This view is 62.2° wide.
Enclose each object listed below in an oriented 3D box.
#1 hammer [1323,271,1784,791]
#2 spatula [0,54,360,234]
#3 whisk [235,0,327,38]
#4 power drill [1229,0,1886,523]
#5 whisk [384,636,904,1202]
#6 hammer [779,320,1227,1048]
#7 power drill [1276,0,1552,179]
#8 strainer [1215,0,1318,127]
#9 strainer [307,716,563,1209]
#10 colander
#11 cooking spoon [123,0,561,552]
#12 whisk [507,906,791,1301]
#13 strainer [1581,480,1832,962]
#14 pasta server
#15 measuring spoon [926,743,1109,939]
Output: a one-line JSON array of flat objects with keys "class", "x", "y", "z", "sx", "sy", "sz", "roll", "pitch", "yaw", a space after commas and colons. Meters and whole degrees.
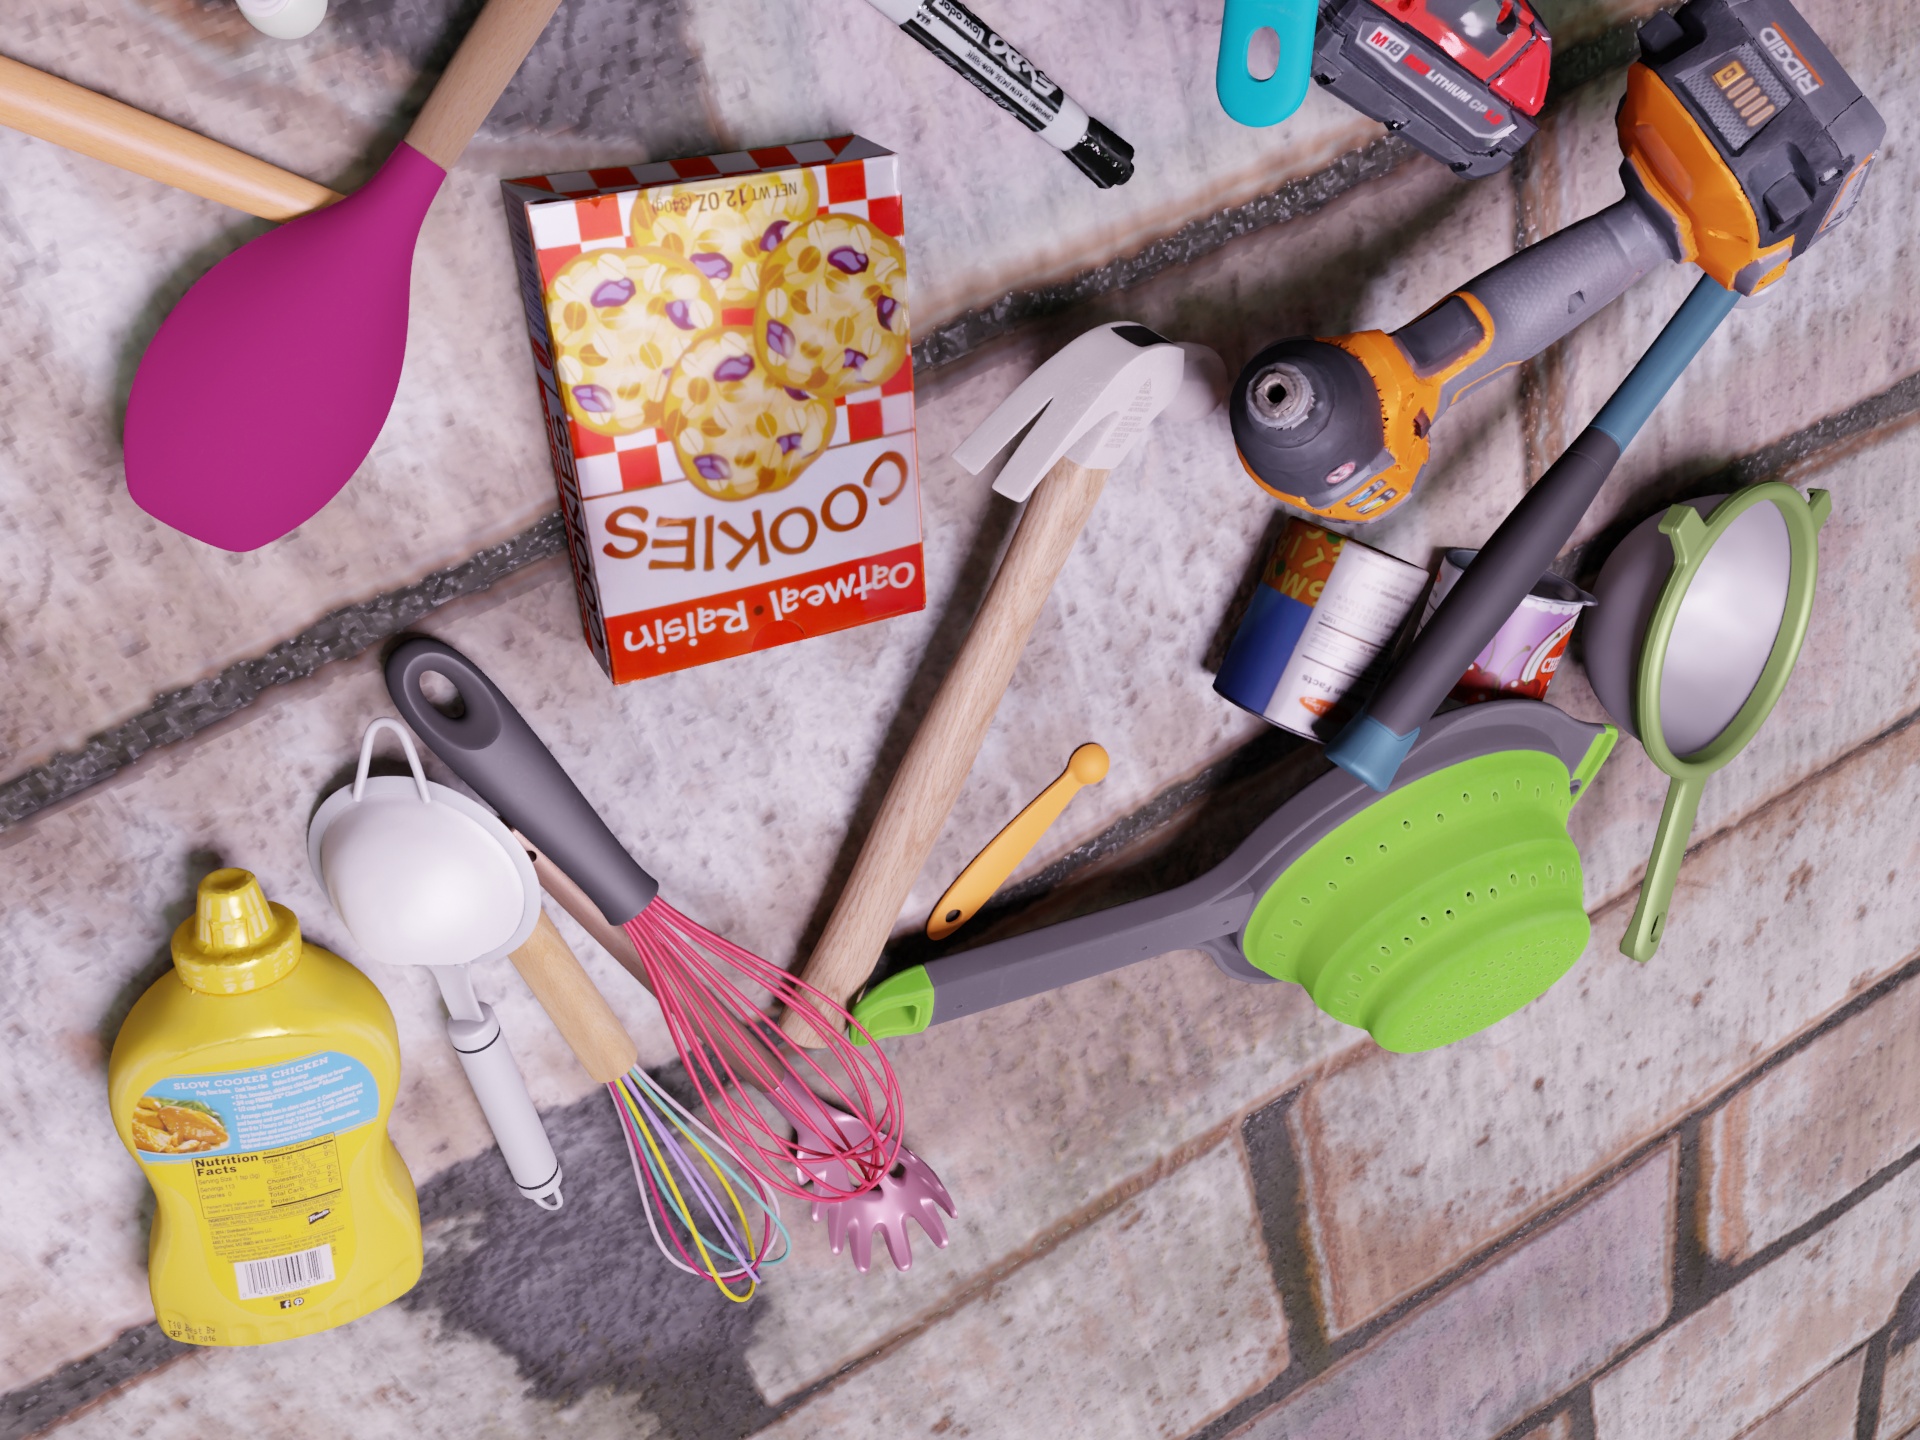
[{"class": "hammer", "x": 0.262, "y": -0.104, "z": 0.672, "sx": 0.331, "sy": 0.033, "sz": 0.128, "roll": -52, "pitch": 161, "yaw": -6}, {"class": "spatula", "x": -0.299, "y": -0.177, "z": 0.388, "sx": 0.322, "sy": 0.041, "sz": 0.081, "roll": 14, "pitch": 108, "yaw": -35}, {"class": "whisk", "x": -0.179, "y": -0.296, "z": 0.384, "sx": 0.058, "sy": 0.059, "sz": 0.246, "roll": 12, "pitch": 122, "yaw": 8}, {"class": "power drill", "x": 0.199, "y": -0.154, "z": 0.571, "sx": 0.226, "sy": 0.084, "sz": 0.164, "roll": -35, "pitch": 168, "yaw": 22}, {"class": "whisk", "x": -0.112, "y": 0.083, "z": 0.604, "sx": 0.073, "sy": 0.073, "sz": 0.295, "roll": -38, "pitch": 114, "yaw": -4}, {"class": "hammer", "x": -0.001, "y": -0.002, "z": 0.634, "sx": 0.130, "sy": 0.031, "sz": 0.331, "roll": -13, "pitch": 133, "yaw": -58}, {"class": "power drill", "x": 0.222, "y": -0.296, "z": 0.522, "sx": 0.187, "sy": 0.080, "sz": 0.226, "roll": 14, "pitch": 135, "yaw": -35}, {"class": "strainer", "x": 0.115, "y": -0.352, "z": 0.451, "sx": 0.095, "sy": 0.211, "sz": 0.340, "roll": -48, "pitch": 146, "yaw": -56}, {"class": "strainer", "x": -0.188, "y": 0.113, "z": 0.606, "sx": 0.087, "sy": 0.050, "sz": 0.258, "roll": 1, "pitch": 130, "yaw": 10}, {"class": "colander", "x": 0.148, "y": 0.109, "z": 0.722, "sx": 0.397, "sy": 0.095, "sz": 0.204, "roll": -14, "pitch": 145, "yaw": -18}, {"class": "cooking spoon", "x": -0.143, "y": -0.187, "z": 0.466, "sx": 0.068, "sy": 0.017, "sz": 0.319, "roll": 31, "pitch": 94, "yaw": -41}, {"class": "whisk", "x": -0.133, "y": 0.160, "z": 0.662, "sx": 0.047, "sy": 0.051, "sz": 0.244, "roll": -56, "pitch": 134, "yaw": -42}, {"class": "strainer", "x": 0.354, "y": -0.002, "z": 0.814, "sx": 0.151, "sy": 0.069, "sz": 0.256, "roll": -11, "pitch": 116, "yaw": -37}, {"class": "pasta server", "x": -0.095, "y": 0.145, "z": 0.684, "sx": 0.060, "sy": 0.040, "sz": 0.315, "roll": -32, "pitch": 127, "yaw": 4}, {"class": "measuring spoon", "x": 0.027, "y": 0.057, "z": 0.716, "sx": 0.117, "sy": 0.011, "sz": 0.021, "roll": -48, "pitch": 128, "yaw": 3}]
